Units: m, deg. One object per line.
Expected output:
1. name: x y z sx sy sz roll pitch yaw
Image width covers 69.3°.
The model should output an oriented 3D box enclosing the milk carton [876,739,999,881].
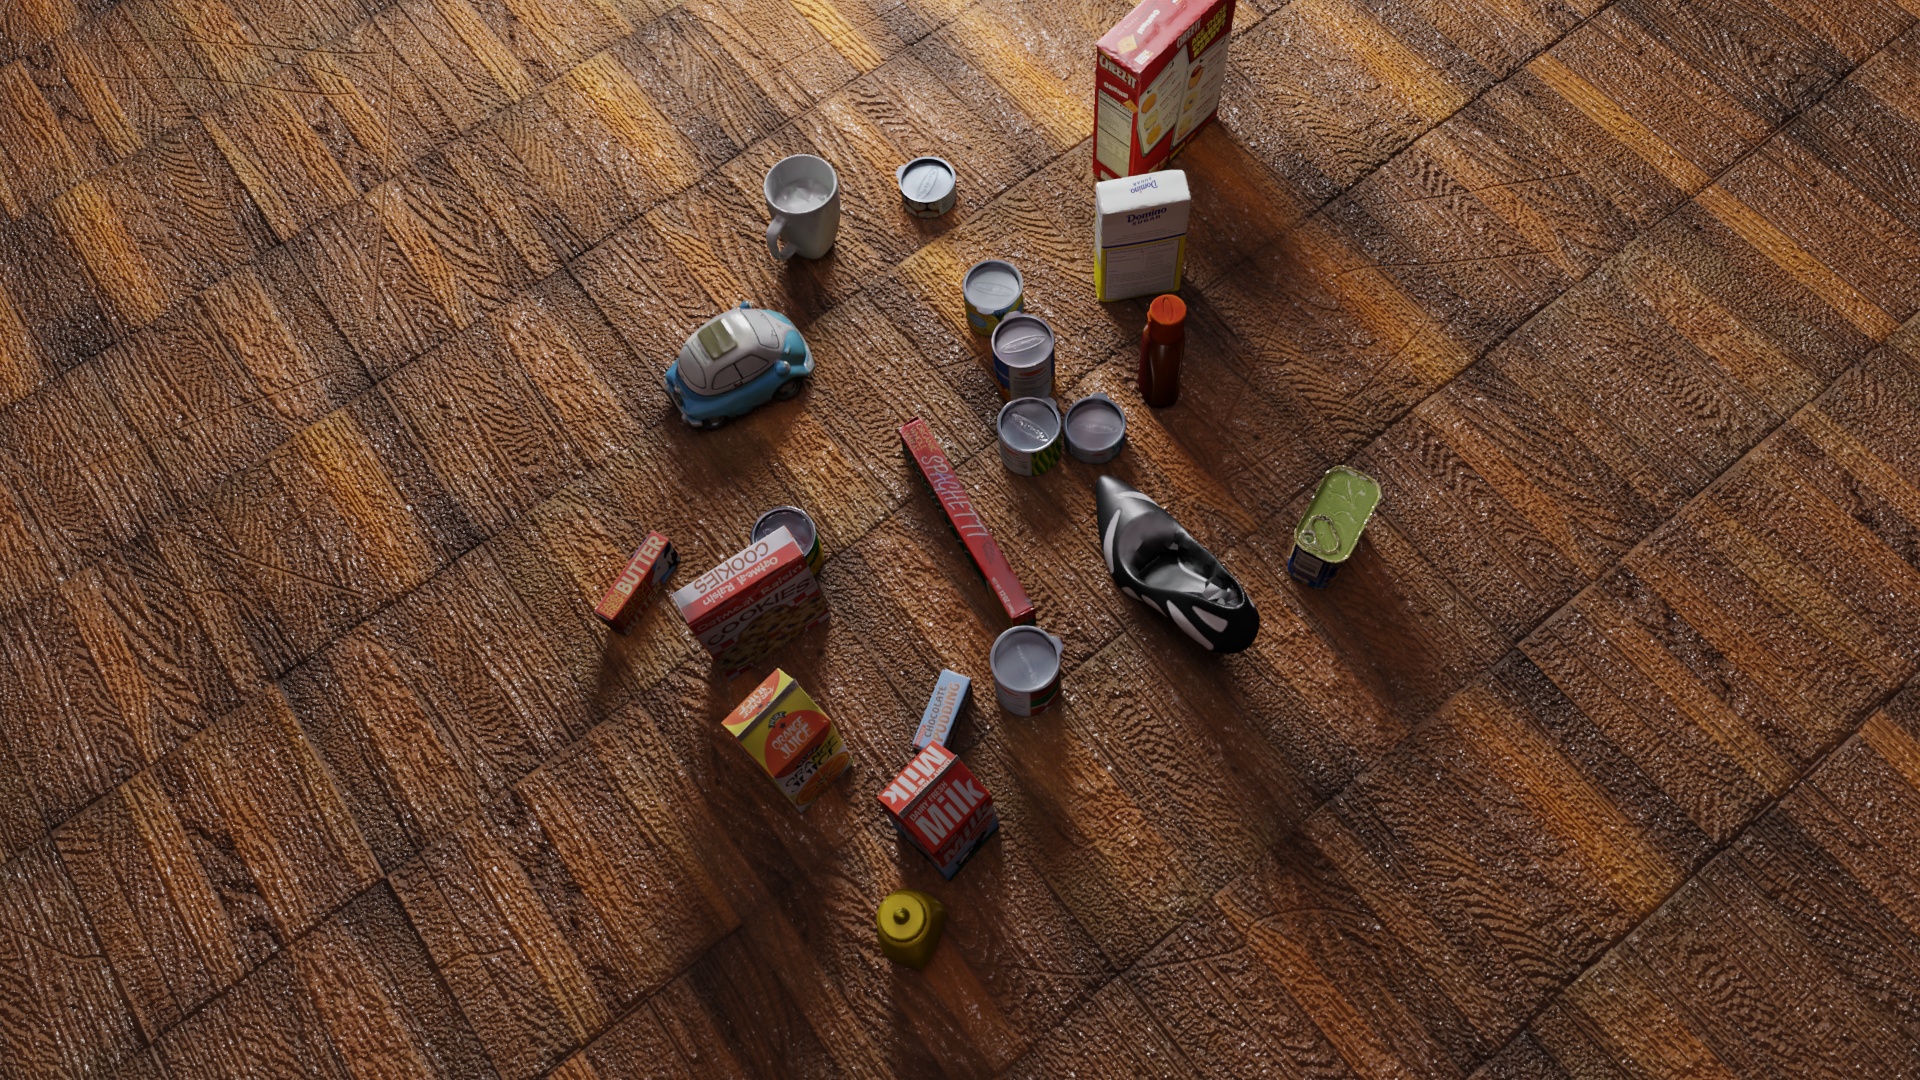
1. milk carton: -0.019 0.238 1.234 0.073 0.189 0.072 41 75 19

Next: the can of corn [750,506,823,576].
1. can of corn: -0.178 0.009 1.420 0.071 0.058 0.071 -2 66 4

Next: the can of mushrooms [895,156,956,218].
1. can of mushrooms: -0.040 -0.410 1.609 0.071 0.033 0.071 -1 66 4

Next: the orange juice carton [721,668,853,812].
1. orange juice carton: -0.159 0.180 1.269 0.073 0.192 0.072 41 75 19

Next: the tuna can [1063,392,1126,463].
1. tuna can: 0.142 -0.118 1.467 0.071 0.032 0.071 -1 66 4

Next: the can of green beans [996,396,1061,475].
1. can of green beans: 0.073 -0.109 1.454 0.071 0.057 0.071 -2 66 4

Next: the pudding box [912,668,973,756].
1. pudding box: -0.017 0.171 1.341 0.030 0.049 0.084 19 69 12

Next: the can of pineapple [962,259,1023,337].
1. can of pineapple: 0.036 -0.264 1.526 0.071 0.057 0.071 -2 66 4

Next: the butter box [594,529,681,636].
1. butter box: -0.328 0.044 1.418 0.024 0.053 0.104 27 71 15

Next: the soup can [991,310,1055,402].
1. soup can: 0.067 -0.193 1.478 0.071 0.083 0.071 -2 66 4

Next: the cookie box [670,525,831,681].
1. cookie box: -0.197 0.064 1.337 0.123 0.166 0.040 -33 68 -10

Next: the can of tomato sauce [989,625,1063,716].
1. can of tomato sauce: 0.065 0.126 1.337 0.071 0.082 0.071 -2 66 4

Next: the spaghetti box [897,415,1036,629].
1. spaghetti box: 0.005 -0.018 1.423 0.029 0.050 0.251 -28 67 -8

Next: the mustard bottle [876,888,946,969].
1. mustard bottle: -0.045 0.333 1.211 0.049 0.159 0.065 18 69 12

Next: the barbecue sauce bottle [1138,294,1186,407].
1. barbecue sauce bottle: 0.209 -0.198 1.434 0.044 0.148 0.065 -7 66 1
